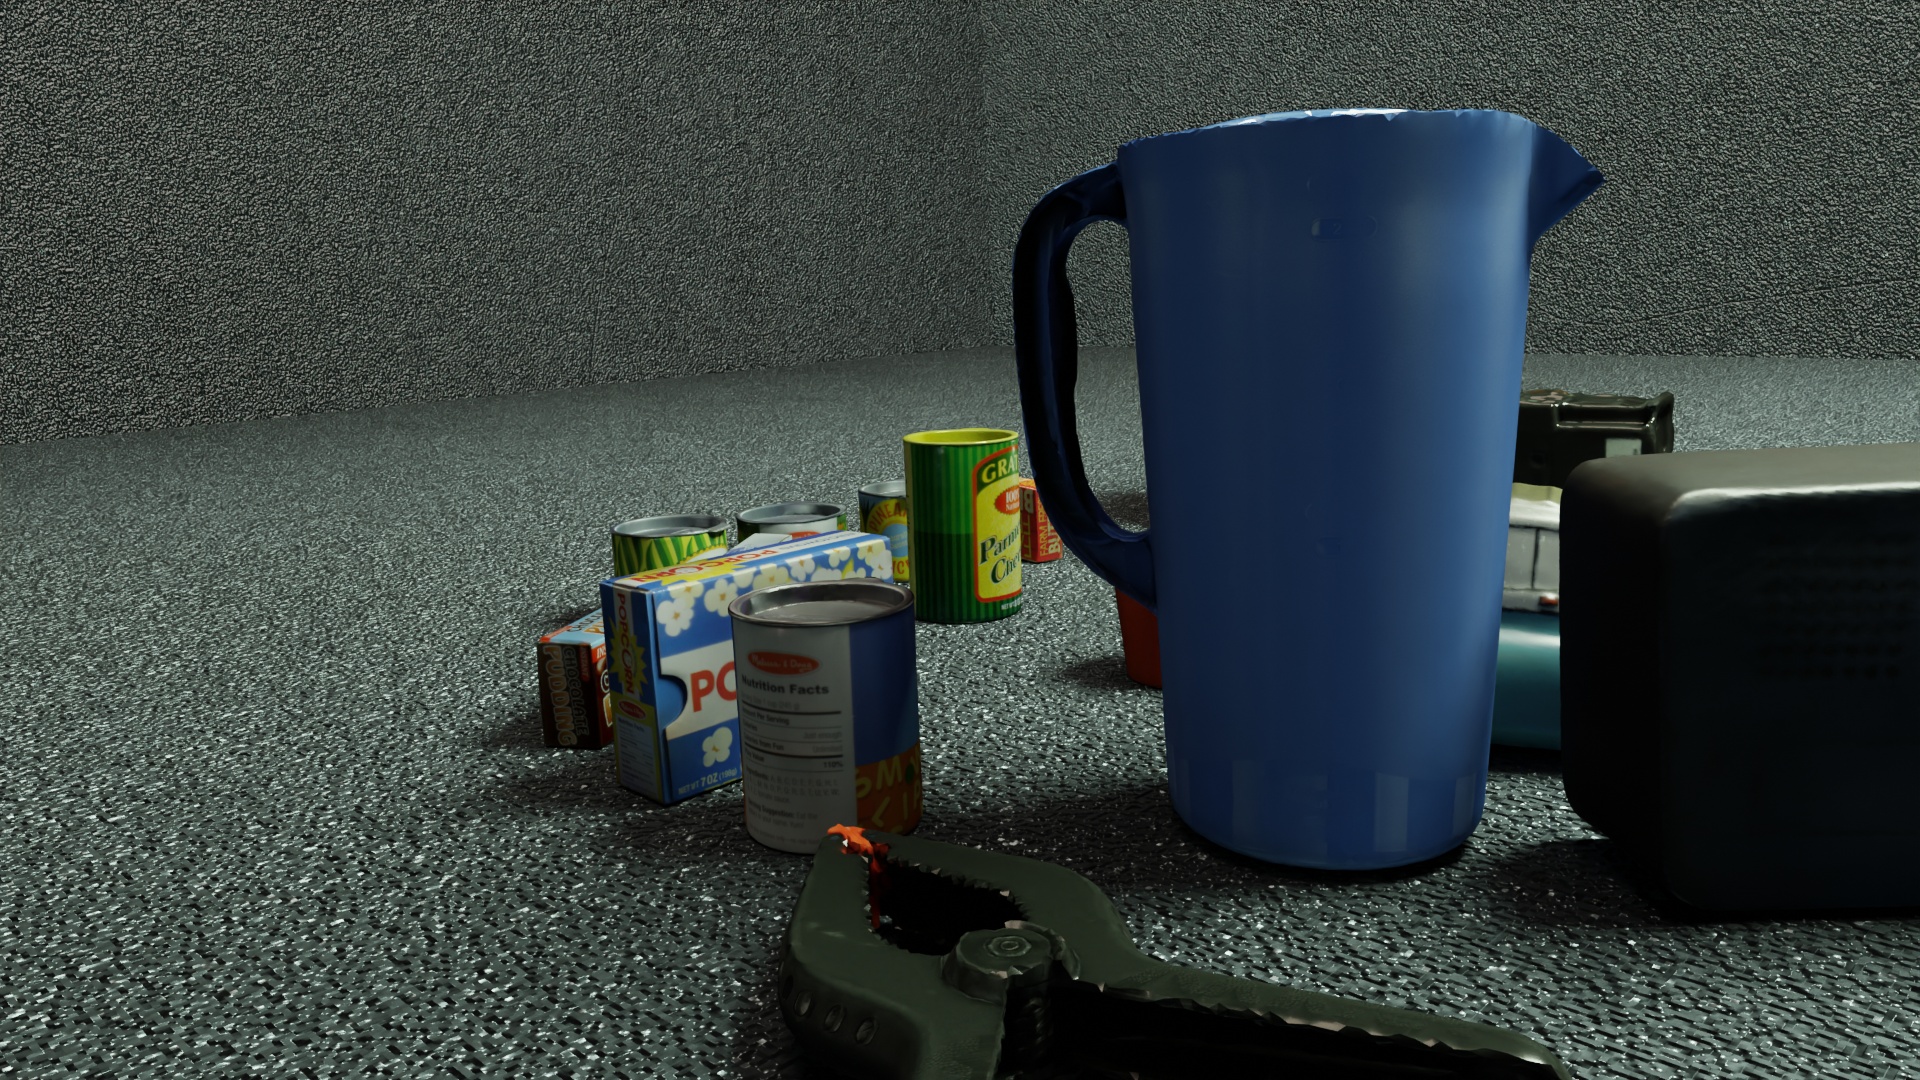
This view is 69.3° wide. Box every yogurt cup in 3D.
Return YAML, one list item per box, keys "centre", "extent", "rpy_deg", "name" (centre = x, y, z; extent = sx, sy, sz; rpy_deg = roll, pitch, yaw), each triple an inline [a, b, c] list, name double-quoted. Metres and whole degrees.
- centre: [0.107, 0.038, 0.664]
  extent: [0.072, 0.053, 0.072]
  rpy_deg: [-2, 11, 1]
  name: "yogurt cup"

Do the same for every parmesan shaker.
- centre: [0.003, -0.010, 0.801]
  extent: [0.071, 0.103, 0.071]
  rpy_deg: [-2, 11, 1]
  name: "parmesan shaker"

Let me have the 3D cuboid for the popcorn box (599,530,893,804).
- centre: [-0.083, 0.048, 0.574]
  extent: [0.038, 0.085, 0.127]
  rpy_deg: [8, 15, 43]
  name: "popcorn box"

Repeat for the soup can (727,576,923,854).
- centre: [-0.046, 0.061, 0.504]
  extent: [0.071, 0.083, 0.071]
  rpy_deg: [-2, 11, 1]
  name: "soup can"

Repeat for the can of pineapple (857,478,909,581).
- centre: [-0.034, -0.007, 0.909]
  extent: [0.071, 0.057, 0.071]
  rpy_deg: [-2, 11, 1]
  name: "can of pineapple"

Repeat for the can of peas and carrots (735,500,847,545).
- centre: [-0.100, 0.010, 0.833]
  extent: [0.071, 0.058, 0.071]
  rpy_deg: [-2, 11, 1]
  name: "can of peas and carrots"

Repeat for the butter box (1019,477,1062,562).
- centre: [0.031, -0.018, 0.964]
  extent: [0.024, 0.053, 0.103]
  rpy_deg: [-10, 13, -34]
  name: "butter box"

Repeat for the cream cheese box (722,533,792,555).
- centre: [-0.113, 0.031, 0.743]
  extent: [0.024, 0.053, 0.104]
  rpy_deg: [-1, 11, 9]
  name: "cream cheese box"

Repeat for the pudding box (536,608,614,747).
- centre: [-0.158, 0.057, 0.632]
  extent: [0.030, 0.049, 0.084]
  rpy_deg: [1, 11, 15]
  name: "pudding box"

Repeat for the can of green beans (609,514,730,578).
- centre: [-0.167, 0.019, 0.806]
  extent: [0.071, 0.057, 0.071]
  rpy_deg: [-2, 11, 1]
  name: "can of green beans"
